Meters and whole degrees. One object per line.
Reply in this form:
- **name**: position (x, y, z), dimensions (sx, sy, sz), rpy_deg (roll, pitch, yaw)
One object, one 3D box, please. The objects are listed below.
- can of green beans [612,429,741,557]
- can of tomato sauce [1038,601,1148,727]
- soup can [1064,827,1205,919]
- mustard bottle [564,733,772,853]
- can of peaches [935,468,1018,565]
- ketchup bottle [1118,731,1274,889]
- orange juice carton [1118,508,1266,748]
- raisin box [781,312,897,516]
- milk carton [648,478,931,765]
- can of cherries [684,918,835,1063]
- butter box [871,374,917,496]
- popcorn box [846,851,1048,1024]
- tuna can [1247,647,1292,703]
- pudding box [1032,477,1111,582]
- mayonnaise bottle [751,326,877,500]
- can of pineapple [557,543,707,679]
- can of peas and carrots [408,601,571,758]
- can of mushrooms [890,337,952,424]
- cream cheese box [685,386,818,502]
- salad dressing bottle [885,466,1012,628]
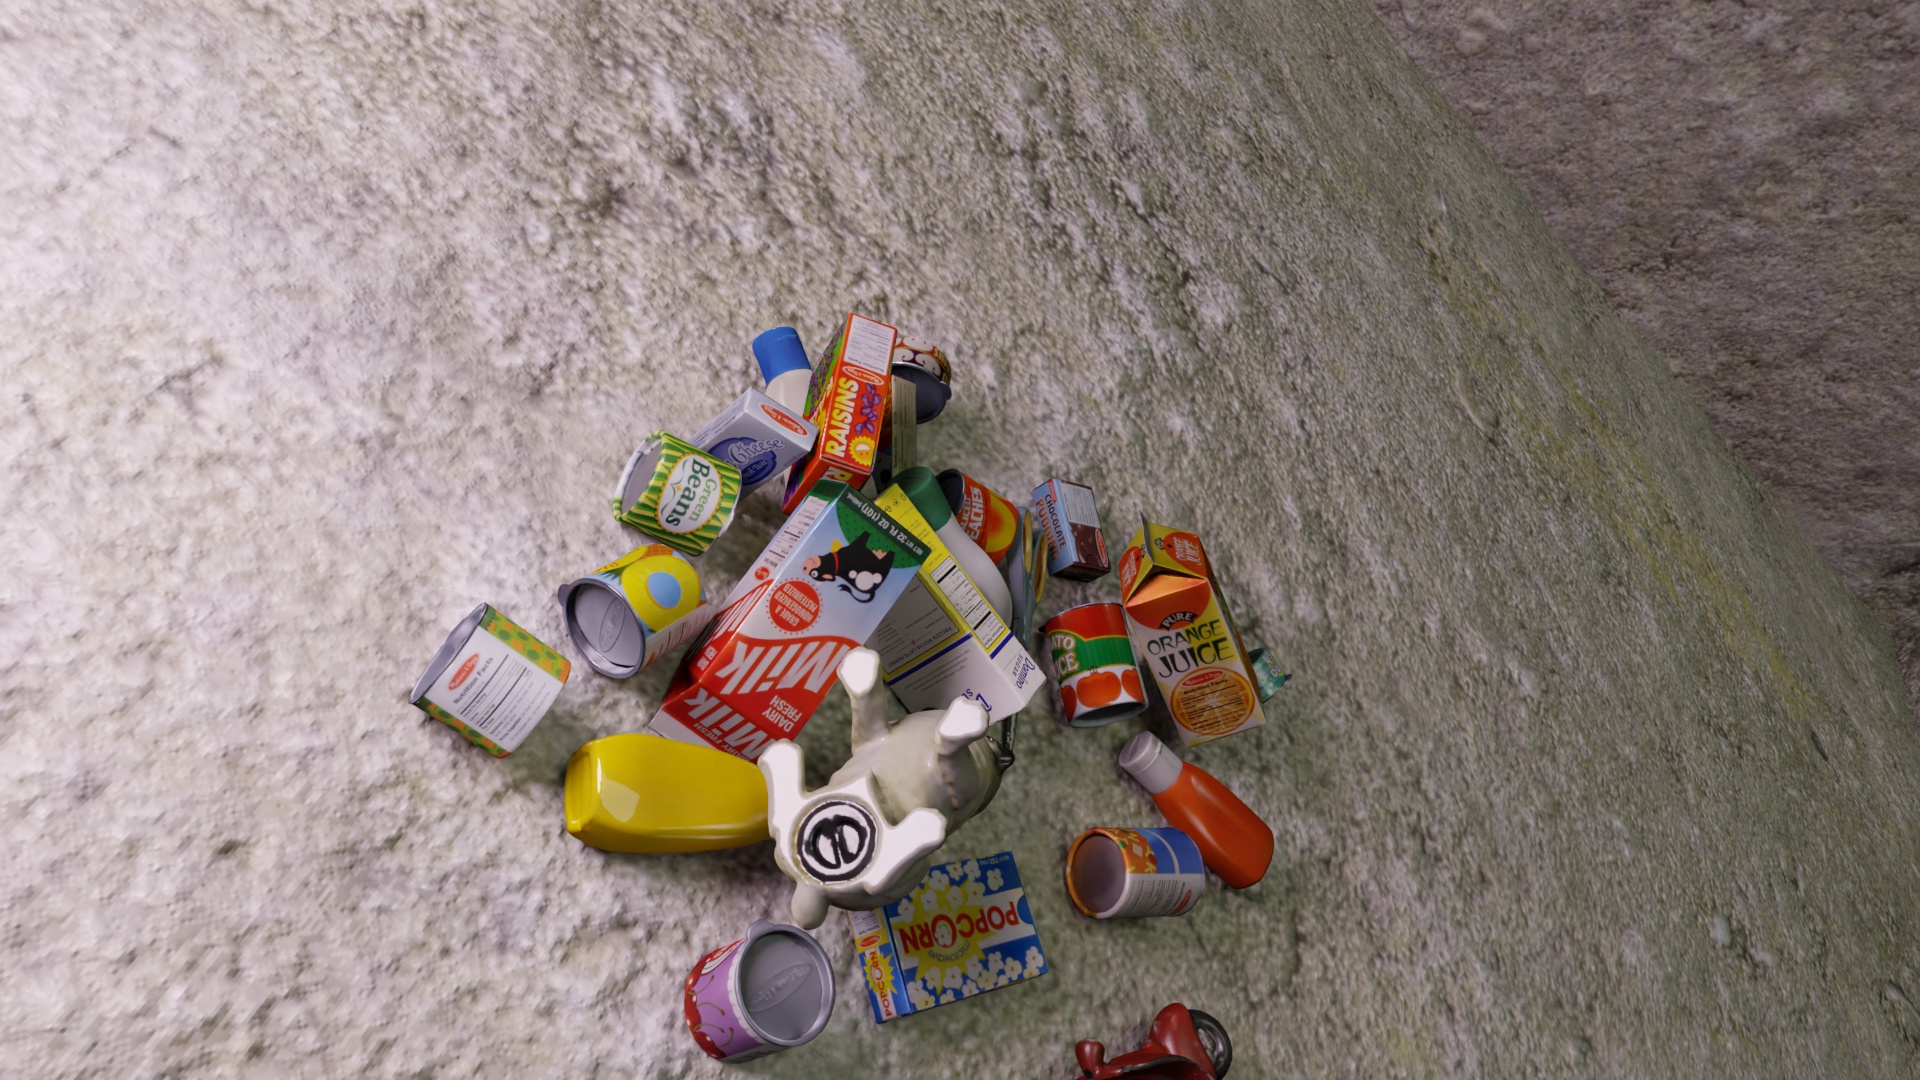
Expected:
- **can of green beans**: position (-0.184, -0.031, 0.899), dimensions (0.058, 0.071, 0.071), rpy_deg (28, 48, -30)
- **can of tomato sauce**: position (0.106, 0.100, 1.104), dimensions (0.071, 0.071, 0.083), rpy_deg (9, 60, -42)
- **soup can**: position (0.127, 0.244, 1.030), dimensions (0.084, 0.071, 0.071), rpy_deg (11, 57, -40)
- **mustard bottle**: position (-0.153, 0.155, 0.822), dimensions (0.160, 0.048, 0.065), rpy_deg (17, 55, -39)
- **can of peaches**: position (0.004, -0.013, 1.072), dimensions (0.058, 0.071, 0.071), rpy_deg (31, 46, -29)
- **ketchup bottle**: position (0.192, 0.215, 1.129), dimensions (0.148, 0.043, 0.065), rpy_deg (44, 41, -14)
- **orange juice carton**: position (0.182, 0.068, 1.134), dimensions (0.072, 0.073, 0.192), rpy_deg (-83, 150, -62)
- **raisin box**: position (-0.083, -0.082, 0.960), dimensions (0.040, 0.085, 0.124), rpy_deg (19, 58, -18)
- **milk carton**: position (-0.110, 0.058, 0.872), dimensions (0.072, 0.073, 0.191), rpy_deg (40, 81, -19)
- **can of cherries**: position (-0.115, 0.254, 0.786), dimensions (0.071, 0.058, 0.072), rpy_deg (24, 50, -32)
- **butter box**: position (-0.057, -0.072, 1.064), dimensions (0.024, 0.053, 0.104), rpy_deg (21, 50, -31)
- **popcorn box**: position (-0.009, 0.256, 0.906), dimensions (0.127, 0.038, 0.085), rpy_deg (1, 63, -44)
- **tuna can**: position (0.256, 0.125, 1.231), dimensions (0.033, 0.070, 0.071), rpy_deg (54, 40, -2)
- **pudding box**: position (0.095, -0.009, 1.191), dimensions (0.050, 0.030, 0.084), rpy_deg (11, 57, -42)
- **mayonnaise bottle**: position (-0.114, -0.086, 1.027), dimensions (0.065, 0.041, 0.148), rpy_deg (-8, 70, -42)
- **can of pineapple**: position (-0.197, 0.040, 0.840), dimensions (0.071, 0.070, 0.058), rpy_deg (56, 39, -1)
- **can of peas and carrots**: position (-0.256, 0.076, 0.760), dimensions (0.058, 0.070, 0.071), rpy_deg (39, 43, -20)
- **can of mushrooms**: position (-0.039, -0.127, 1.105), dimensions (0.071, 0.070, 0.034), rpy_deg (35, 43, -24)
- **cream cheese box**: position (-0.145, -0.062, 0.930), dimensions (0.053, 0.103, 0.024), rpy_deg (33, 53, -24)
- **salad dressing bottle**: position (-0.009, 0.013, 1.017), dimensions (0.044, 0.064, 0.147), rpy_deg (-59, 134, -41)
